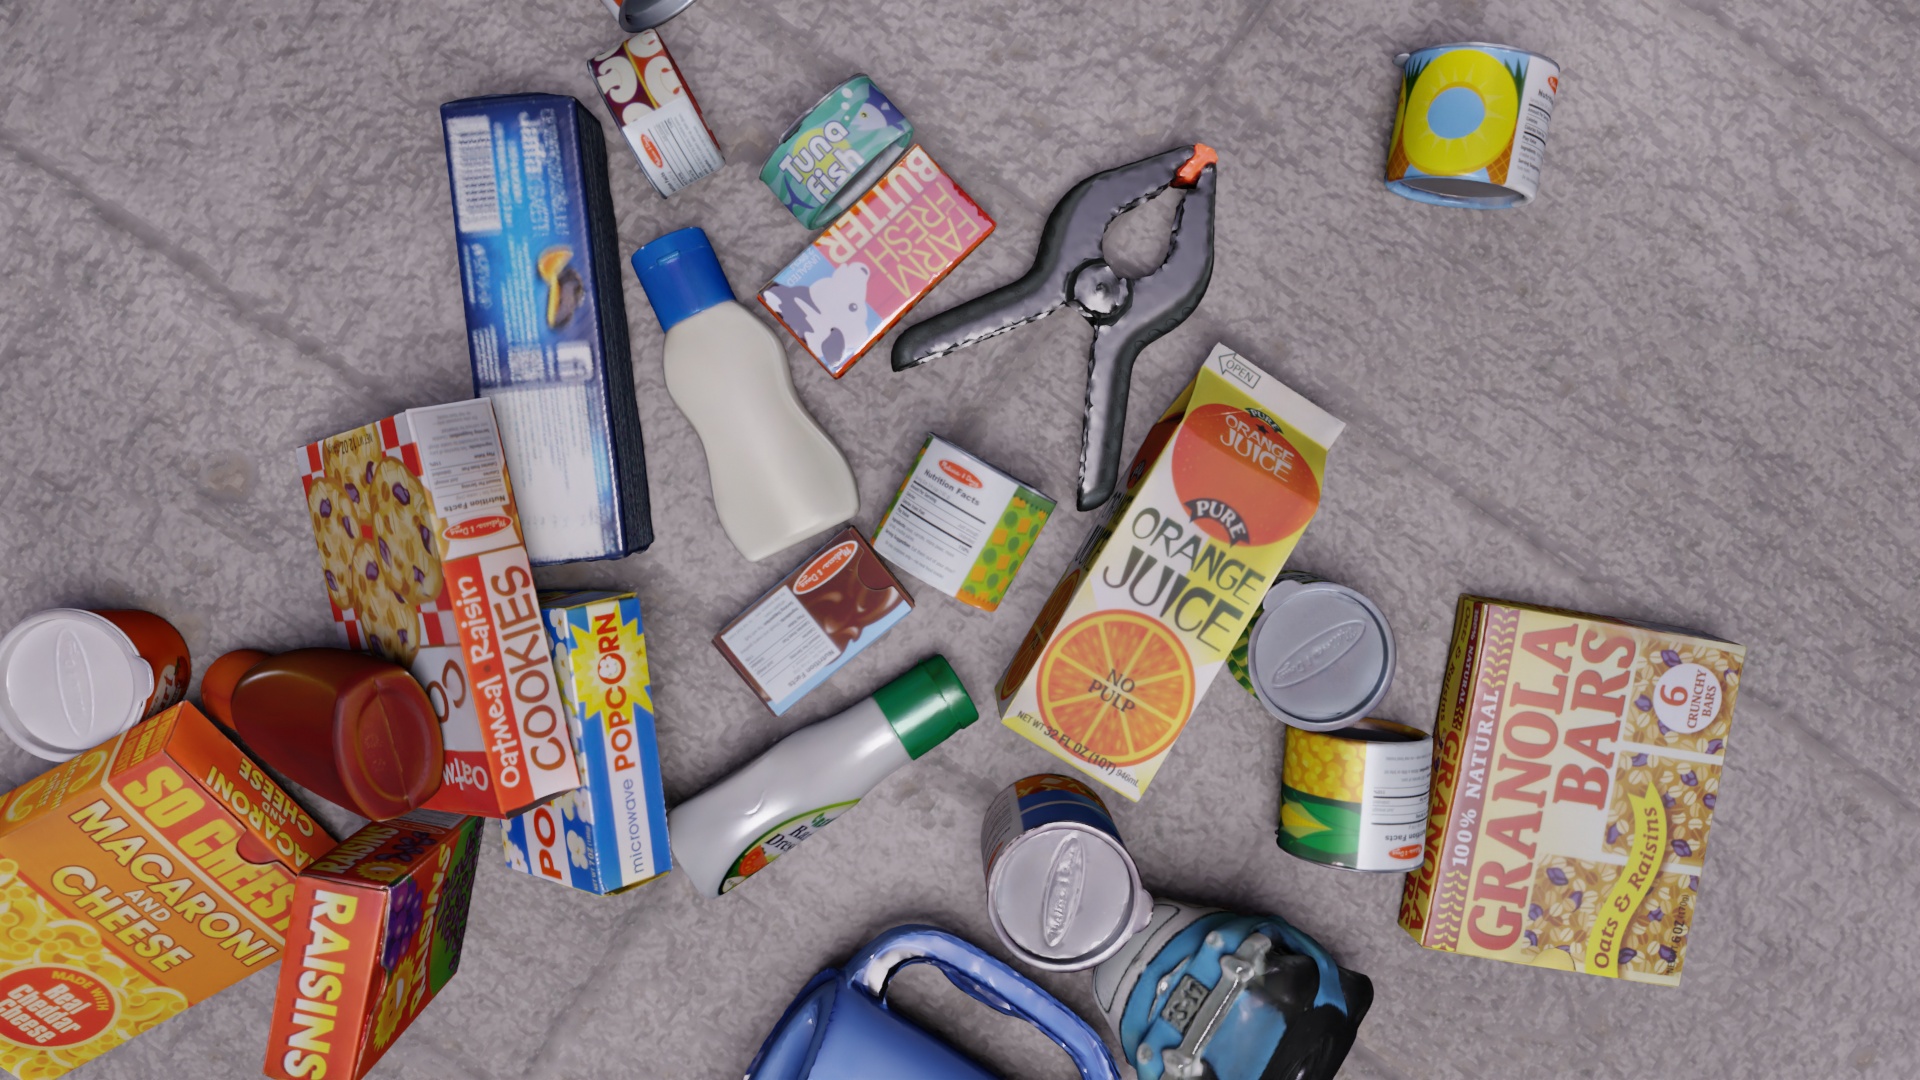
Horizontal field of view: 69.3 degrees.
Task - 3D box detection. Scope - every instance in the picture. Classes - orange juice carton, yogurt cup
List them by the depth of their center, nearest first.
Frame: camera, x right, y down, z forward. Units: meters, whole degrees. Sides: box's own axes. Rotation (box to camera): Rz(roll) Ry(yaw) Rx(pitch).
[{"bbox_3d":[0.095,0.011,0.625,0.072,0.073,0.192,31,92,-3],"label":"orange juice carton"},{"bbox_3d":[-0.388,0.061,0.626,0.072,0.054,0.072,0,94,-1],"label":"yogurt cup"}]

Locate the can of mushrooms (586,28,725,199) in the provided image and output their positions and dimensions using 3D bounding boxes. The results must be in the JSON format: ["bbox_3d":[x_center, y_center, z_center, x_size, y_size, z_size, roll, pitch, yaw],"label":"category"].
[{"bbox_3d":[-0.133,-0.189,0.610,0.033,0.071,0.071,-28,94,1],"label":"can of mushrooms"}]

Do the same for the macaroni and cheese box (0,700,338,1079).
[{"bbox_3d":[-0.377,0.160,0.614,0.166,0.040,0.123,-28,123,1],"label":"macaroni and cheese box"}]

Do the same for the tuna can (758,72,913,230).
[{"bbox_3d":[-0.055,-0.170,0.610,0.071,0.071,0.033,-43,95,2],"label":"tuna can"}]

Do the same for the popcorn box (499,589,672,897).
[{"bbox_3d":[-0.173,0.087,0.618,0.038,0.085,0.126,-10,96,-44],"label":"popcorn box"}]

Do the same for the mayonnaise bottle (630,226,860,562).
[{"bbox_3d":[-0.101,-0.068,0.631,0.065,0.041,0.148,-25,93,-1],"label":"mayonnaise bottle"}]

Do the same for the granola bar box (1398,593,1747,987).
[{"bbox_3d":[0.286,0.117,0.654,0.124,0.039,0.165,9,93,-2],"label":"granola bar box"}]

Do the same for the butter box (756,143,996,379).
[{"bbox_3d":[-0.038,-0.127,0.636,0.103,0.024,0.053,-43,93,2],"label":"butter box"}]

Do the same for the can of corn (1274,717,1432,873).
[{"bbox_3d":[0.179,0.114,0.639,0.071,0.071,0.058,4,93,-2],"label":"can of corn"}]

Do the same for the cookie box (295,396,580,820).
[{"bbox_3d":[-0.228,0.031,0.598,0.040,0.123,0.167,-16,96,-45],"label":"cookie box"}]

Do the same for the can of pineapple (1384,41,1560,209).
[{"bbox_3d":[0.225,-0.183,0.619,0.071,0.071,0.058,9,94,-2],"label":"can of pineapple"}]

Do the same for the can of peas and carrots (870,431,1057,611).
[{"bbox_3d":[0.002,-0.008,0.627,0.071,0.071,0.058,29,94,-3],"label":"can of peas and carrots"}]

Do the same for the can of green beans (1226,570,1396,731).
[{"bbox_3d":[0.158,0.049,0.636,0.071,0.058,0.071,0,94,-1],"label":"can of green beans"}]

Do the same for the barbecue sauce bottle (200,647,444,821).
[{"bbox_3d":[-0.278,0.074,0.593,0.148,0.044,0.064,6,112,41],"label":"barbecue sauce bottle"}]

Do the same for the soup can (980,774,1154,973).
[{"bbox_3d":[0.046,0.148,0.627,0.071,0.084,0.071,0,95,-1],"label":"soup can"}]

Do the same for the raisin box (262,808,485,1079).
[{"bbox_3d":[-0.249,0.169,0.602,0.040,0.123,0.086,12,94,-2],"label":"raisin box"}]

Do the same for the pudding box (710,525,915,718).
[{"bbox_3d":[-0.067,0.037,0.644,0.083,0.030,0.049,-39,93,1],"label":"pudding box"}]

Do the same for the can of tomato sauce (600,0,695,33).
[{"bbox_3d":[-0.147,-0.277,0.602,0.071,0.071,0.083,-40,93,2],"label":"can of tomato sauce"}]

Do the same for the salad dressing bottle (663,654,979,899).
[{"bbox_3d":[-0.062,0.105,0.636,0.148,0.064,0.044,-32,72,-7],"label":"salad dressing bottle"}]
